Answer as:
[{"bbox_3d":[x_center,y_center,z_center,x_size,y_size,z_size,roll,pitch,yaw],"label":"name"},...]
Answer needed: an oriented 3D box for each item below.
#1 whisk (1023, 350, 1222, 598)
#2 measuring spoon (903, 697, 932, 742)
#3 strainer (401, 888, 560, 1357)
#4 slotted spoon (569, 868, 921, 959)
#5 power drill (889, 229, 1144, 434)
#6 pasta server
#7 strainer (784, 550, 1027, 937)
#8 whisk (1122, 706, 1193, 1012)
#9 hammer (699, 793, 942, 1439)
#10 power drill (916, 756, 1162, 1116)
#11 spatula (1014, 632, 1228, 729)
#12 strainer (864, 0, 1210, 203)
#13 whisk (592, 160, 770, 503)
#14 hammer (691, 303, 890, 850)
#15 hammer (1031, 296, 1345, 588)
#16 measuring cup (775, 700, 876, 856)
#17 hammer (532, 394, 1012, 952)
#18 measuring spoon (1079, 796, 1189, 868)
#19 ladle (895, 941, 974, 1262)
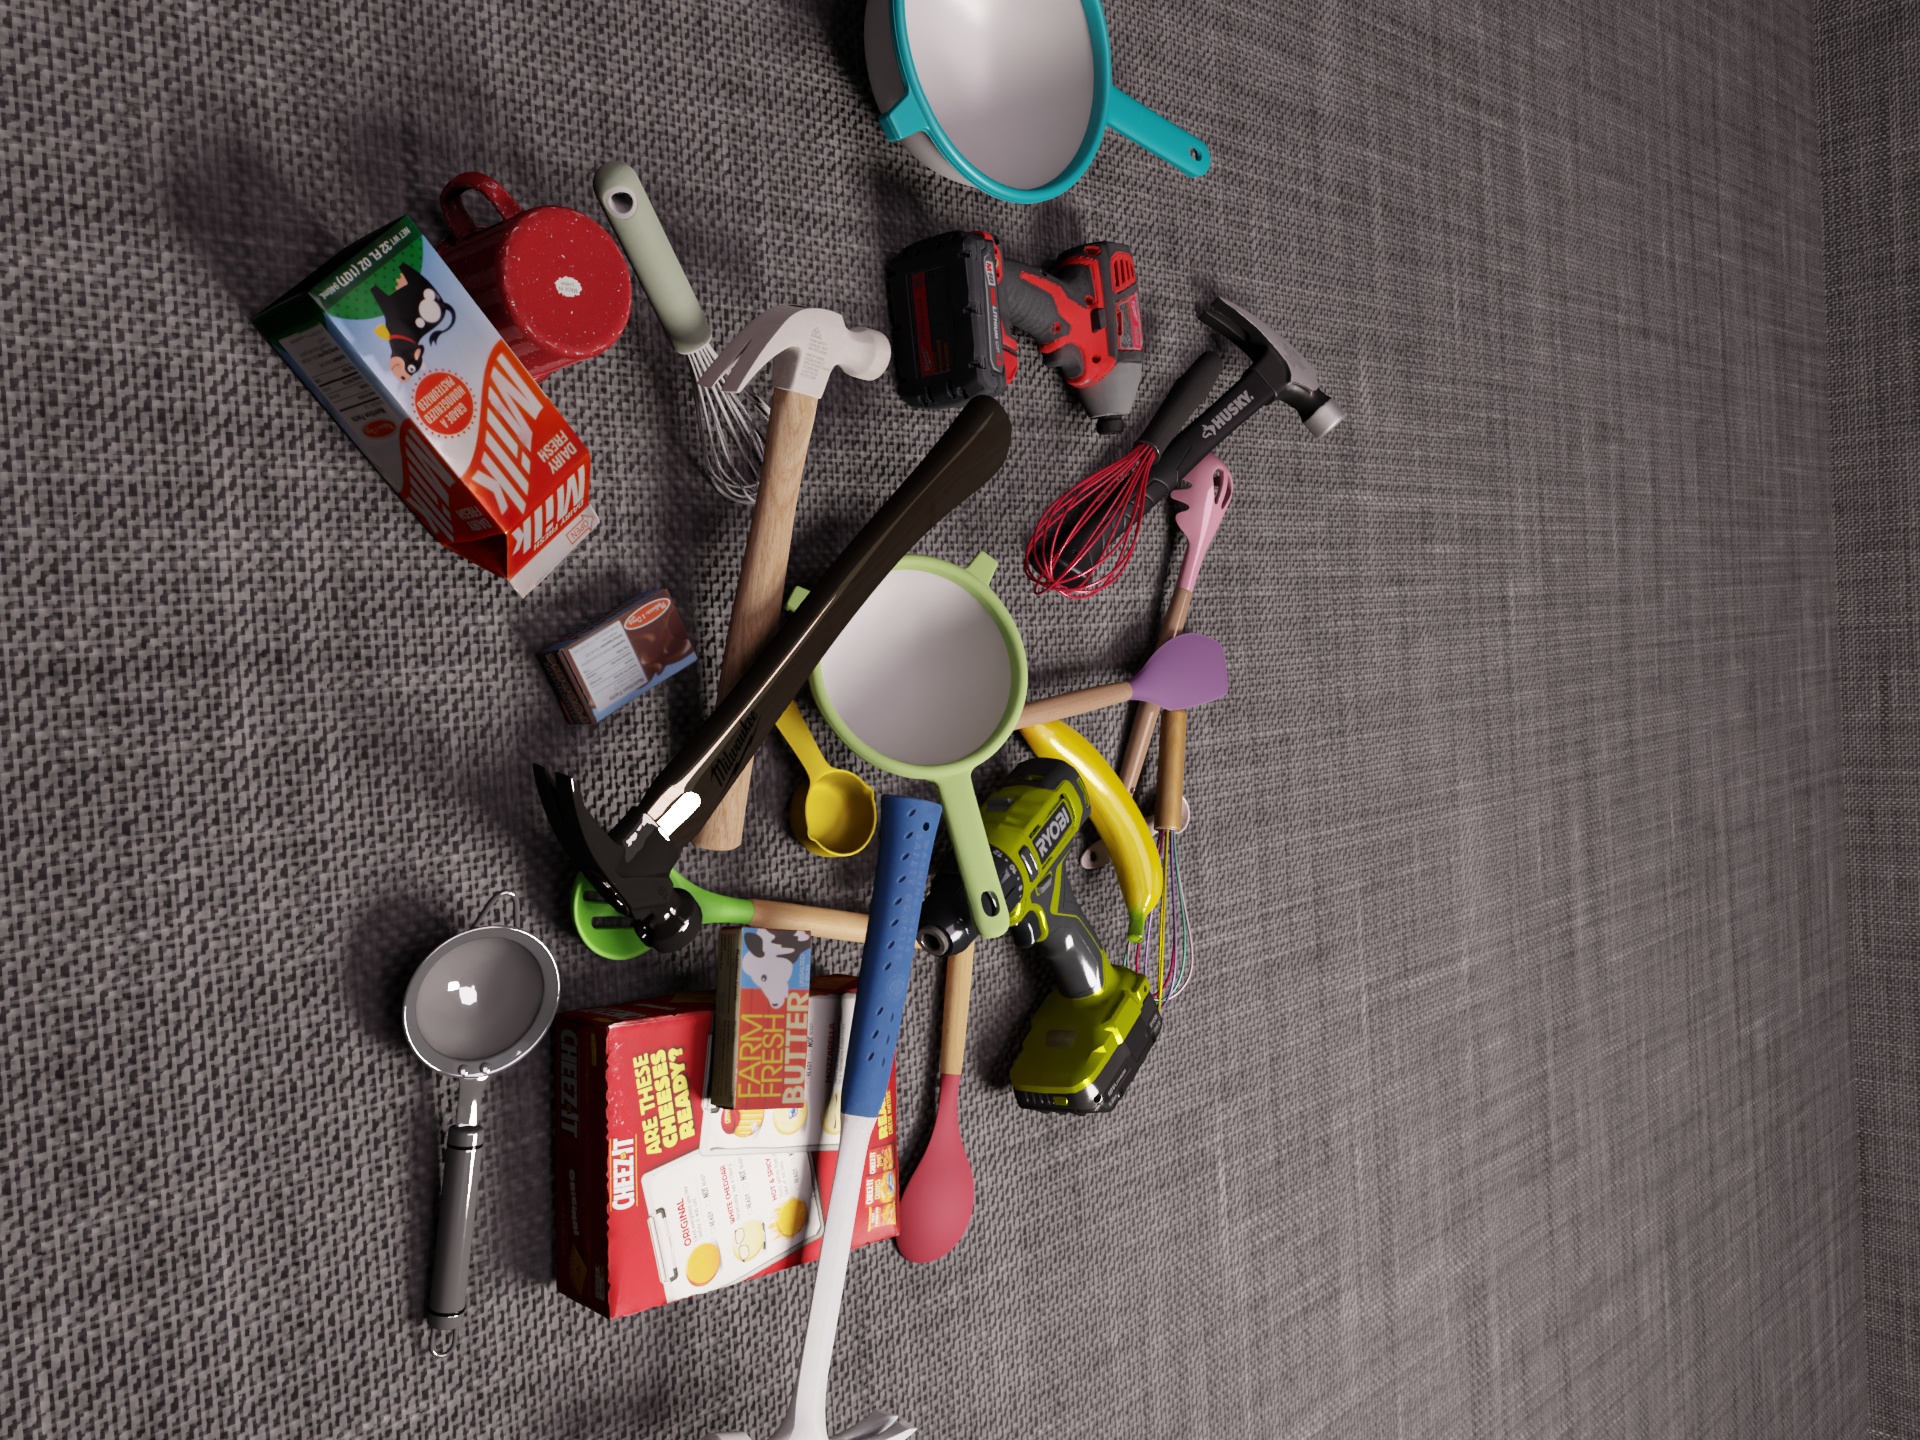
[{"bbox_3d":[0.132,-0.190,1.197,0.073,0.073,0.296,56,52,-28],"label":"whisk"},{"bbox_3d":[-0.002,-0.004,1.140,0.128,0.021,0.042,-21,99,-52],"label":"measuring spoon"},{"bbox_3d":[-0.268,0.215,0.856,0.086,0.050,0.258,6,91,-38],"label":"strainer"},{"bbox_3d":[-0.116,0.126,1.009,0.313,0.031,0.070,15,79,-43],"label":"slotted spoon"},{"bbox_3d":[0.055,-0.279,1.158,0.219,0.078,0.143,-11,98,-47],"label":"power drill"},{"bbox_3d":[0.169,-0.081,1.299,0.060,0.040,0.316,28,74,-41],"label":"pasta server"},{"bbox_3d":[-0.021,0.020,1.048,0.151,0.069,0.256,-14,83,-24],"label":"strainer"},{"bbox_3d":[0.161,0.109,1.257,0.047,0.051,0.245,26,65,-52],"label":"whisk"},{"bbox_3d":[-0.059,0.248,0.956,0.144,0.035,0.405,17,80,-42],"label":"hammer"},{"bbox_3d":[0.053,0.165,1.124,0.191,0.080,0.228,-47,123,-47],"label":"power drill"},{"bbox_3d":[0.109,-0.021,1.208,0.316,0.018,0.060,-14,97,-44],"label":"spatula"},{"bbox_3d":[0.047,-0.451,1.140,0.340,0.095,0.211,8,86,-46],"label":"strainer"},{"bbox_3d":[-0.153,-0.217,0.929,0.246,0.058,0.059,66,6,-46],"label":"whisk"},{"bbox_3d":[-0.121,-0.083,0.957,0.130,0.031,0.331,2,102,-55],"label":"hammer"},{"bbox_3d":[0.170,-0.213,1.273,0.146,0.035,0.335,48,61,-1],"label":"hammer"},{"bbox_3d":[-0.109,0.019,1.031,0.062,0.029,0.156,-36,102,-39],"label":"measuring cup"},{"bbox_3d":[-0.090,-0.062,0.951,0.411,0.038,0.146,-54,141,-27],"label":"hammer"},{"bbox_3d":[0.136,0.091,1.274,0.124,0.018,0.034,-24,99,-35],"label":"measuring spoon"},{"bbox_3d":[-0.005,0.223,1.123,0.069,0.031,0.315,13,78,-43],"label":"ladle"}]
